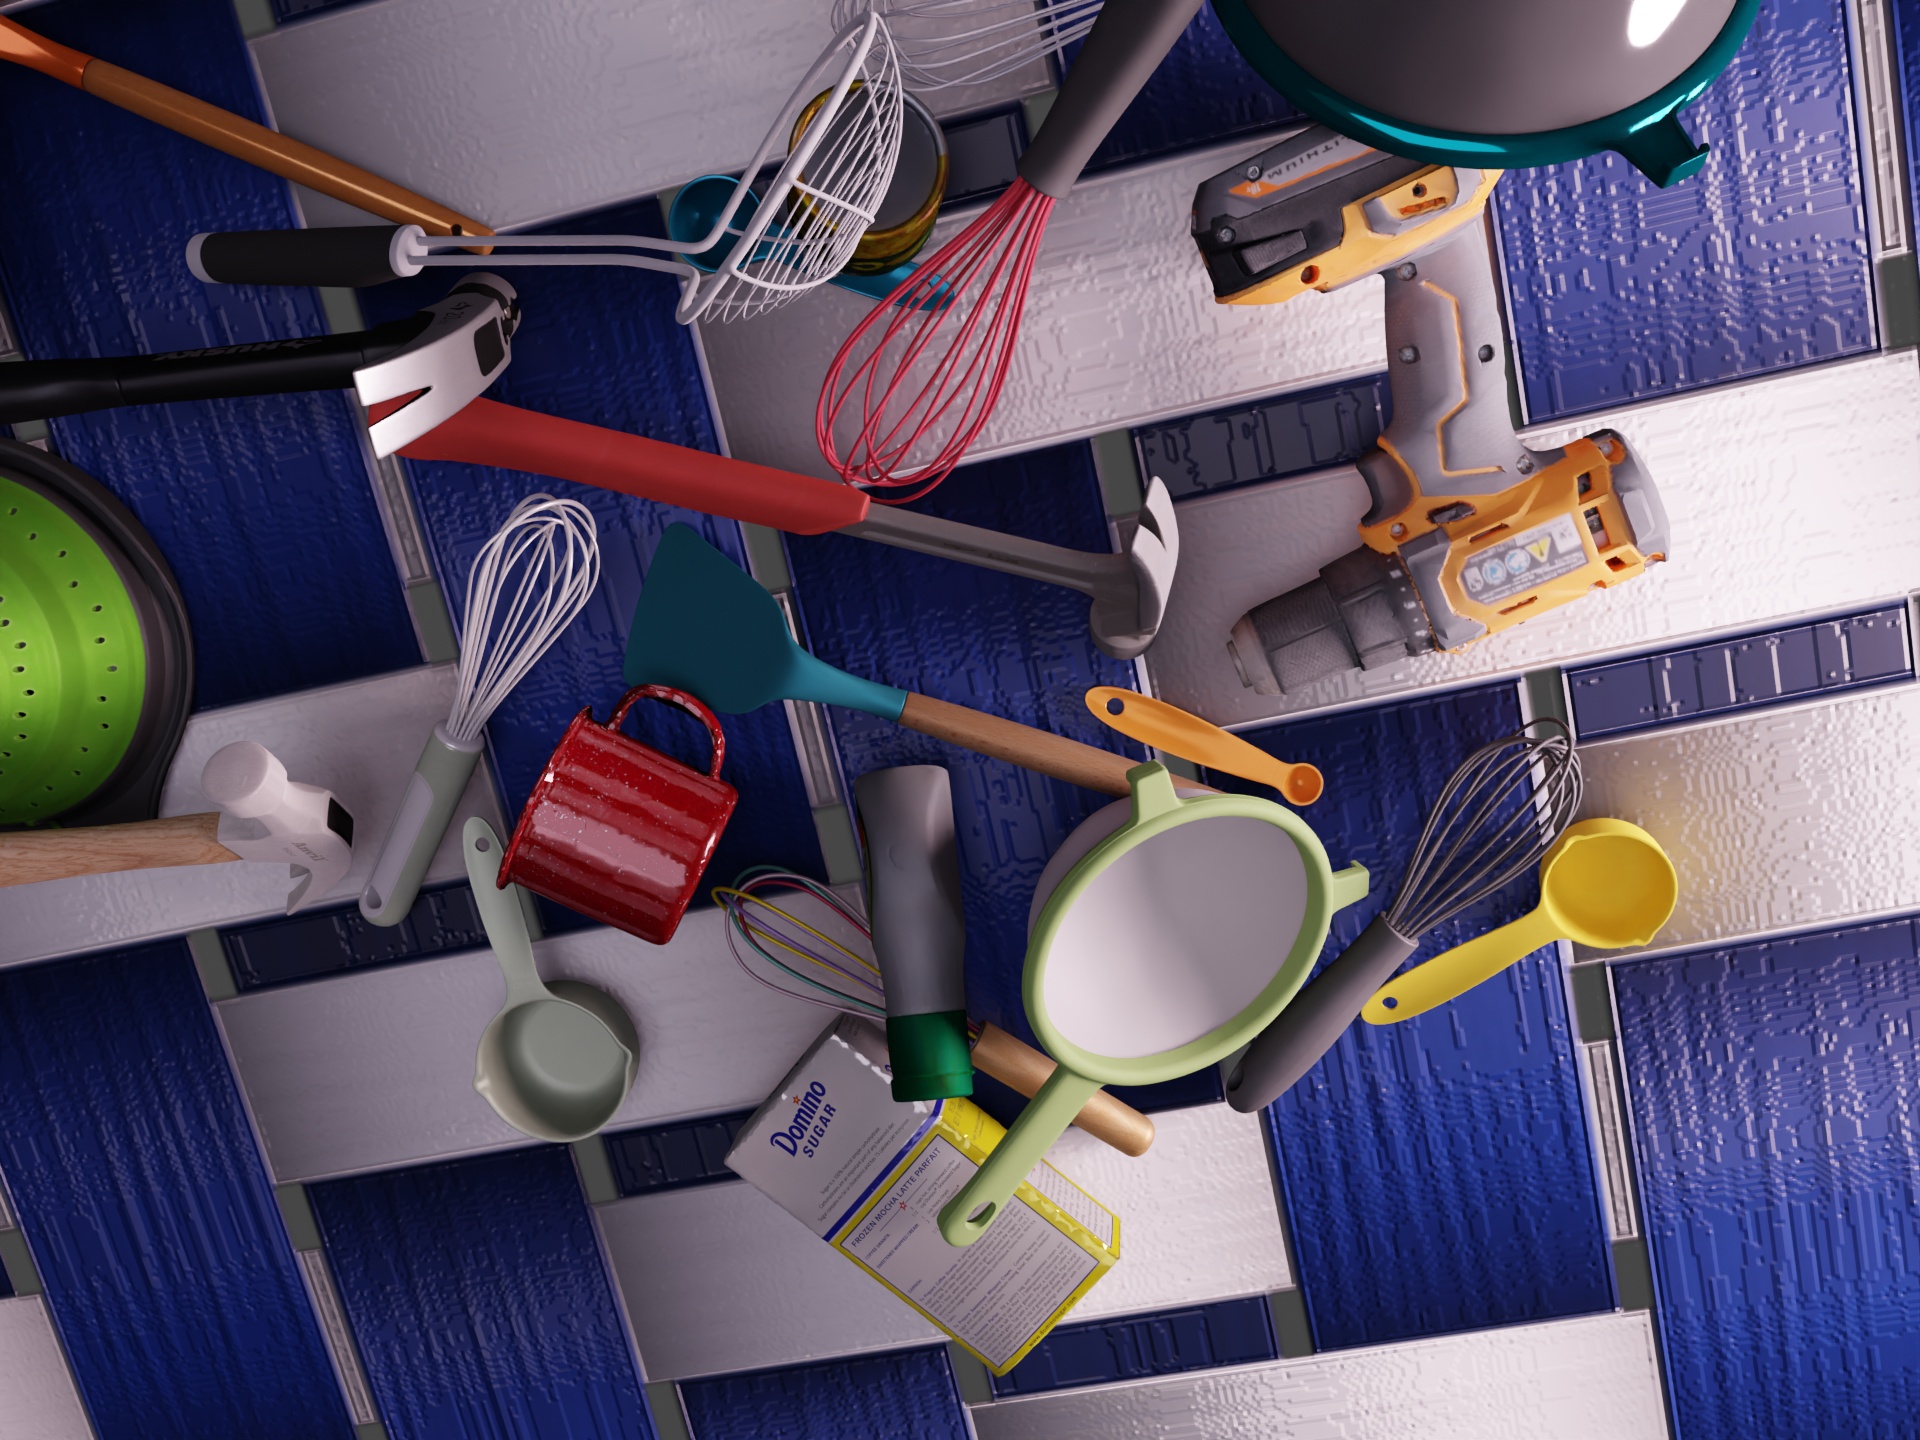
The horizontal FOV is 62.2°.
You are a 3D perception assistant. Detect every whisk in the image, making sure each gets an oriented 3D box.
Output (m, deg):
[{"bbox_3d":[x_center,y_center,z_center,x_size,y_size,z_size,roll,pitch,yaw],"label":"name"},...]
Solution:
[{"bbox_3d":[0.021,-0.197,0.624,0.073,0.073,0.295,36,127,-3],"label":"whisk"},{"bbox_3d":[0.198,0.094,0.729,0.055,0.055,0.239,36,108,-3],"label":"whisk"},{"bbox_3d":[-0.231,0.001,0.740,0.058,0.059,0.246,41,114,24],"label":"whisk"},{"bbox_3d":[0.087,-0.308,0.644,0.284,0.070,0.070,-10,102,2],"label":"whisk"},{"bbox_3d":[-0.013,0.142,0.765,0.245,0.051,0.047,32,126,-6],"label":"whisk"}]

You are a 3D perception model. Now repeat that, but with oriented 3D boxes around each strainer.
[{"bbox_3d":[0.057,0.127,0.727,0.151,0.069,0.256,25,107,-33],"label":"strainer"},{"bbox_3d":[0.133,-0.328,0.569,0.340,0.095,0.211,16,74,6],"label":"strainer"}]

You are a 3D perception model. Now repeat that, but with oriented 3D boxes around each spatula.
[{"bbox_3d":[-0.001,-0.002,0.737,0.317,0.044,0.082,18,102,-4],"label":"spatula"},{"bbox_3d":[-0.358,-0.277,0.709,0.322,0.041,0.081,23,103,-4],"label":"spatula"}]

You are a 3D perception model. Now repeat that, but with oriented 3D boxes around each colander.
[{"bbox_3d":[-0.494,-0.106,0.722,0.204,0.094,0.397,-11,102,8],"label":"colander"}]

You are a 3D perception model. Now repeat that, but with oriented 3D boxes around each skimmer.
[{"bbox_3d":[-0.186,-0.209,0.627,0.363,0.090,0.127,6,60,23],"label":"skimmer"}]

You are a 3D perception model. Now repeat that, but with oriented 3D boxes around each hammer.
[{"bbox_3d":[-0.360,-0.137,0.656,0.335,0.146,0.035,-6,120,0],"label":"hammer"},{"bbox_3d":[-0.086,-0.099,0.675,0.359,0.149,0.037,14,78,9],"label":"hammer"},{"bbox_3d":[-0.444,0.065,0.742,0.331,0.130,0.031,-6,64,6],"label":"hammer"}]

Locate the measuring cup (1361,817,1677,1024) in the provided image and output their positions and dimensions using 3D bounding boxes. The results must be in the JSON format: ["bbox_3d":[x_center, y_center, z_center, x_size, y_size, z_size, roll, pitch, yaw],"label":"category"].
[{"bbox_3d":[0.253,0.097,0.737,0.156,0.029,0.062,-35,98,24],"label":"measuring cup"}]

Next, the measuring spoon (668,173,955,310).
[{"bbox_3d":[-0.065,-0.203,0.702,0.128,0.021,0.042,16,92,-7],"label":"measuring spoon"}]

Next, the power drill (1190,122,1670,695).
[{"bbox_3d":[0.169,-0.129,0.663,0.185,0.084,0.226,-24,104,12],"label":"power drill"}]

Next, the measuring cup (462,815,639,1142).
[{"bbox_3d":[-0.207,0.122,0.778,0.083,0.038,0.167,-13,99,8],"label":"measuring cup"}]

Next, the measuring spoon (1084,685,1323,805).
[{"bbox_3d":[0.112,0.010,0.735,0.117,0.011,0.021,23,94,4],"label":"measuring spoon"}]
